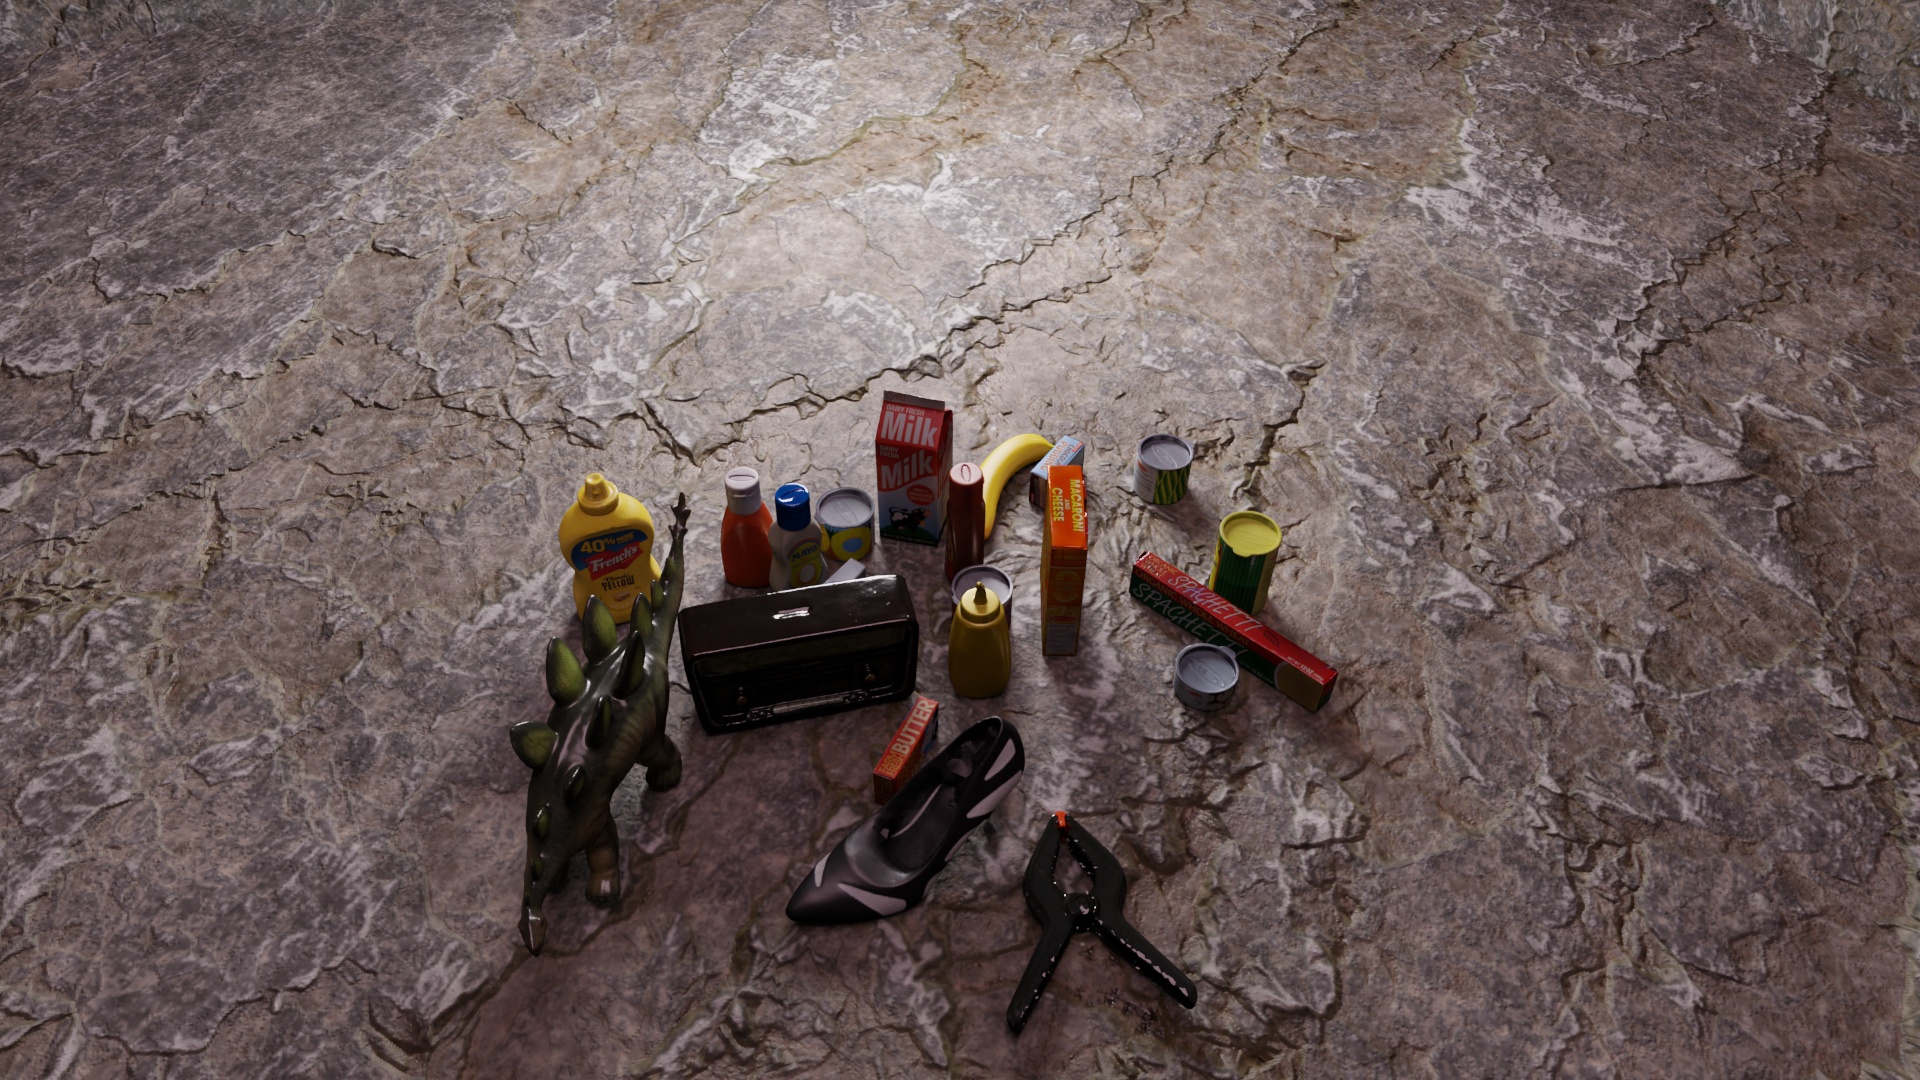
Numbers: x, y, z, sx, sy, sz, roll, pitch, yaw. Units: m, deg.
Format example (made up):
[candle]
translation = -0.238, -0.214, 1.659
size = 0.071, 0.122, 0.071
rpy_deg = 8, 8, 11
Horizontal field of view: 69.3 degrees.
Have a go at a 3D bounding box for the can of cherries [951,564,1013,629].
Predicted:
[can of cherries]
translation = 0.020, 0.070, 1.492
size = 0.071, 0.058, 0.072
rpy_deg = 1, 45, -1

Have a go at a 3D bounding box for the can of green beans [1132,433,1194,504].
[can of green beans]
translation = 0.241, -0.085, 1.653
size = 0.071, 0.057, 0.071
rpy_deg = 1, 45, -1

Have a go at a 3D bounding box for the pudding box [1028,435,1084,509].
[pudding box]
translation = 0.115, -0.081, 1.652
size = 0.030, 0.049, 0.084
rpy_deg = 25, 50, 22

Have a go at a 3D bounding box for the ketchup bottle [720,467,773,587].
[ketchup bottle]
translation = -0.230, -0.013, 1.503
size = 0.065, 0.148, 0.044
rpy_deg = 1, 45, -1

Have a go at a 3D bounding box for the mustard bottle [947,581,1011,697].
[mustard bottle]
translation = 0.020, 0.094, 1.396
size = 0.065, 0.159, 0.049
rpy_deg = -1, 45, -3

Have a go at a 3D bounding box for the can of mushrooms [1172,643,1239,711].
[can of mushrooms]
translation = 0.257, 0.141, 1.445
size = 0.071, 0.033, 0.071
rpy_deg = 1, 45, -1

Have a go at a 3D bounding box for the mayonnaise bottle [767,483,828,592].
[mayonnaise bottle]
translation = -0.176, 0.004, 1.488
size = 0.065, 0.147, 0.041
rpy_deg = -25, 51, -24

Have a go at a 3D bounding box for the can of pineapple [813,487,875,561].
[can of pineapple]
translation = -0.131, -0.018, 1.575
size = 0.071, 0.057, 0.071
rpy_deg = 1, 45, -1

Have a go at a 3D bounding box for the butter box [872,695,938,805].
[butter box]
translation = -0.052, 0.207, 1.357
size = 0.024, 0.052, 0.104
rpy_deg = 18, 47, 16

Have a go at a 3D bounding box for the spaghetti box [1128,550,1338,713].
[spaghetti box]
translation = 0.285, 0.095, 1.481
size = 0.250, 0.049, 0.029
rpy_deg = 34, 53, 28

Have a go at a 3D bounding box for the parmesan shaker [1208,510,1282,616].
[parmesan shaker]
translation = 0.307, 0.029, 1.510
size = 0.071, 0.102, 0.072
rpy_deg = 1, 45, -1

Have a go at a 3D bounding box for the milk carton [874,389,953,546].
[milk carton]
translation = -0.051, -0.089, 1.555
size = 0.072, 0.189, 0.074
rpy_deg = 11, 46, 9

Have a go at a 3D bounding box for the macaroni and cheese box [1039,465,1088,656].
[macaroni and cheese box]
translation = 0.108, 0.022, 1.467
size = 0.040, 0.165, 0.124
rpy_deg = 1, 45, 0

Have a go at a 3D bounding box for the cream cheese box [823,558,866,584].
[cream cheese box]
translation = -0.140, 0.071, 1.489
size = 0.024, 0.053, 0.104
rpy_deg = 27, 50, 23

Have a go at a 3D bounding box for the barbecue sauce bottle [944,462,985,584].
[barbecue sauce bottle]
translation = 0.005, -0.019, 1.517
size = 0.044, 0.147, 0.065
rpy_deg = -3, 45, -5
